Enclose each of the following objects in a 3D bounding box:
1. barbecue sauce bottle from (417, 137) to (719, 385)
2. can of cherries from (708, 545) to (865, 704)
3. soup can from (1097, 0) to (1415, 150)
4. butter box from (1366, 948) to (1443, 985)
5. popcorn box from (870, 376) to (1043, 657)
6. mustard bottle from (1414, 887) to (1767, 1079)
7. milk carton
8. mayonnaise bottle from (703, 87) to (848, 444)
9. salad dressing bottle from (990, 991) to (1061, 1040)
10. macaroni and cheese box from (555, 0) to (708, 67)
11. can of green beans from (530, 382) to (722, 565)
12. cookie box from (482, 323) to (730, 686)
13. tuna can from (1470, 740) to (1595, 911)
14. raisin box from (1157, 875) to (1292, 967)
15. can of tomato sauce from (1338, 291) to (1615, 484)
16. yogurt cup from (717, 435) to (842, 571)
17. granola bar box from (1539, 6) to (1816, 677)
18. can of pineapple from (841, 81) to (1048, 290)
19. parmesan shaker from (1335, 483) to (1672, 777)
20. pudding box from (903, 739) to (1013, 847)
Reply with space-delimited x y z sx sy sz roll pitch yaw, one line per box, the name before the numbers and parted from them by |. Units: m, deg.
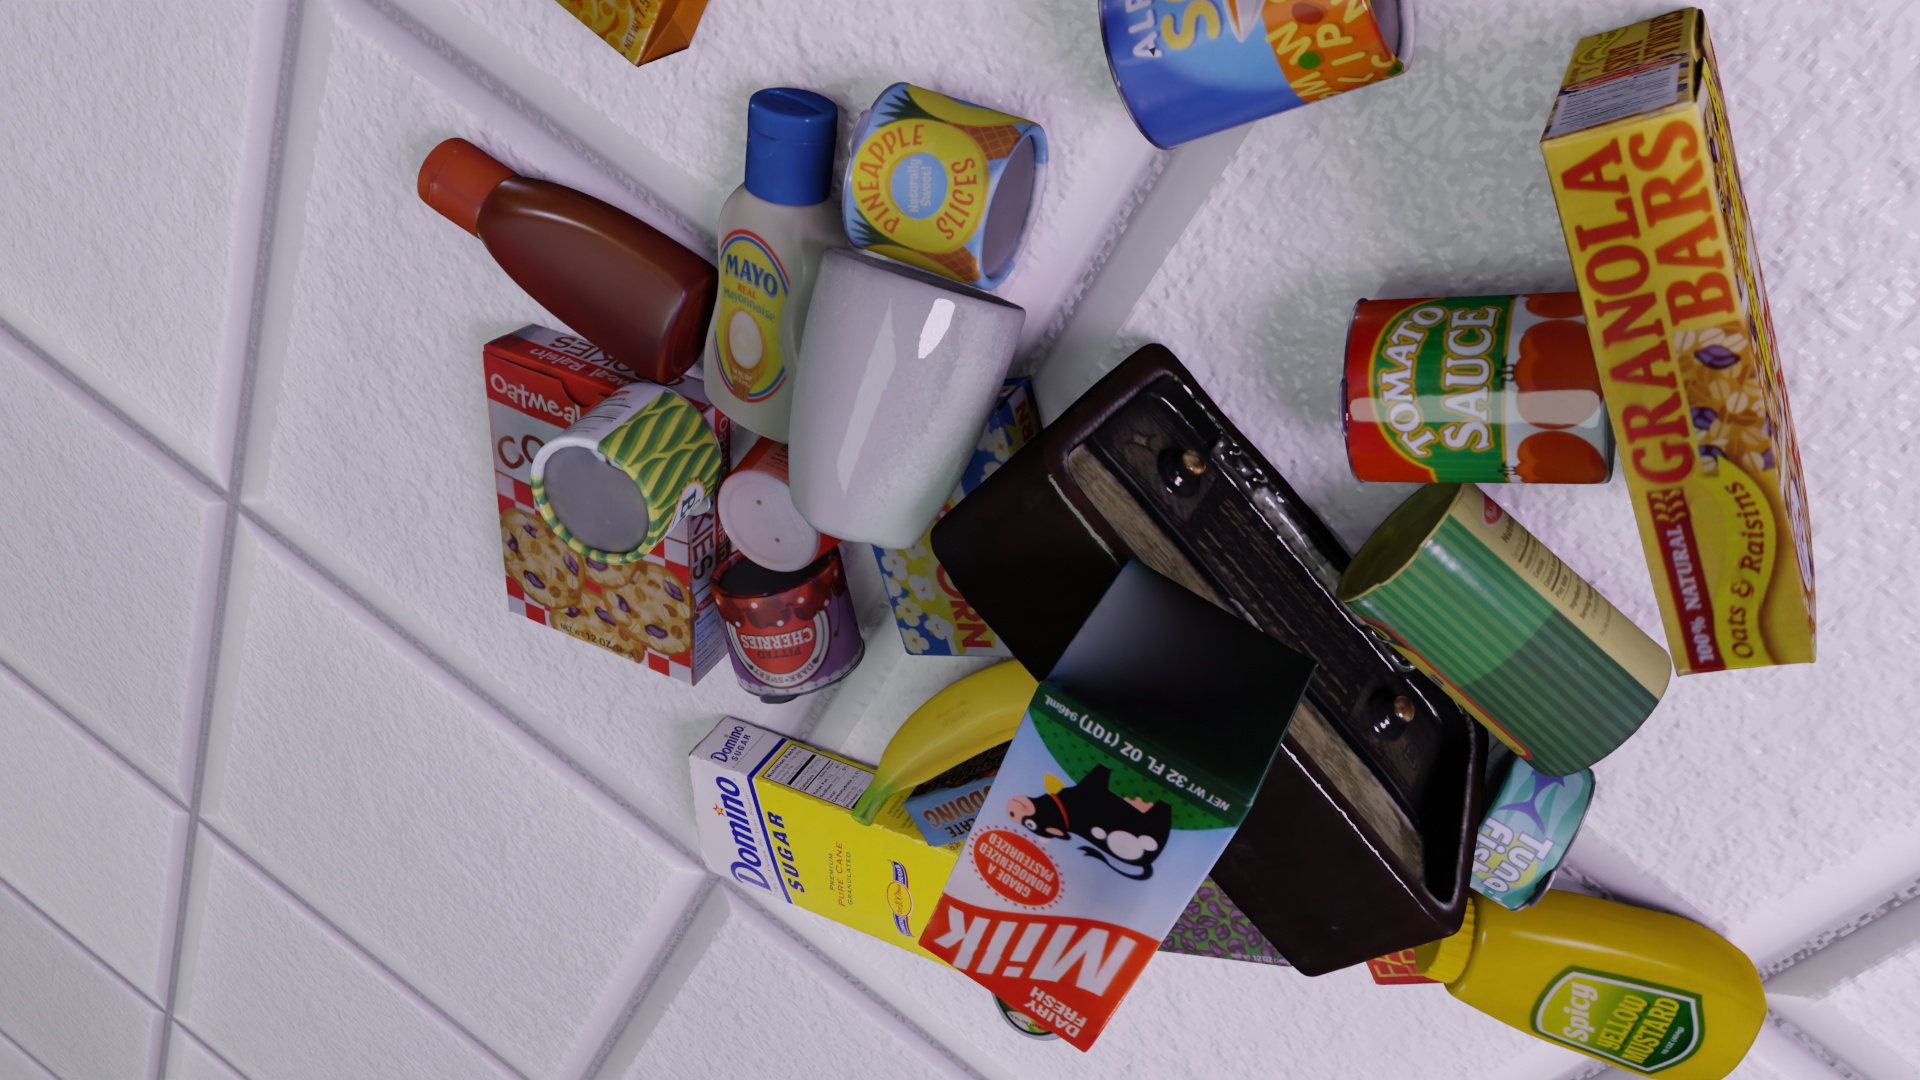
barbecue sauce bottle | -0.184 -0.136 0.648 0.148 0.044 0.064 33 130 8
can of cherries | -0.085 0.037 0.684 0.071 0.072 0.058 4 120 27
soup can | 0.095 -0.173 0.451 0.083 0.072 0.071 -10 114 33
butter box | 0.198 0.156 0.631 0.053 0.024 0.103 -16 110 35
popcorn box | 0.002 -0.008 0.628 0.085 0.038 0.126 -1 118 31
mustard bottle | 0.246 0.178 0.584 0.160 0.049 0.065 14 118 5
milk carton | 0.044 0.106 0.482 0.072 0.074 0.189 29 131 11
mayonnaise bottle | -0.078 -0.118 0.600 0.065 0.041 0.147 30 130 25
salad dressing bottle | 0.046 0.198 0.730 0.064 0.044 0.146 14 125 19
macaroni and cheese box | -0.158 -0.288 0.539 0.166 0.040 0.123 39 129 2
can of green beans | -0.152 -0.030 0.634 0.071 0.058 0.071 11 124 18
cookie box | -0.182 -0.017 0.724 0.123 0.040 0.166 19 126 17
tuna can | 0.223 0.114 0.560 0.033 0.071 0.070 29 129 11
raisin box | 0.110 0.140 0.661 0.086 0.040 0.123 -2 117 31
can of tomato sauce | 0.180 -0.052 0.479 0.083 0.071 0.071 2 120 28
yogurt cup | -0.077 -0.021 0.653 0.072 0.054 0.072 14 125 20
granola bar box | 0.219 -0.063 0.415 0.039 0.125 0.165 -11 113 33
can of pineapple | -0.006 -0.135 0.531 0.058 0.071 0.070 21 127 15
parmesan shaker | 0.202 0.033 0.520 0.103 0.072 0.071 42 130 0
pudding box | 0.018 0.121 0.693 0.083 0.050 0.030 -23 105 37
